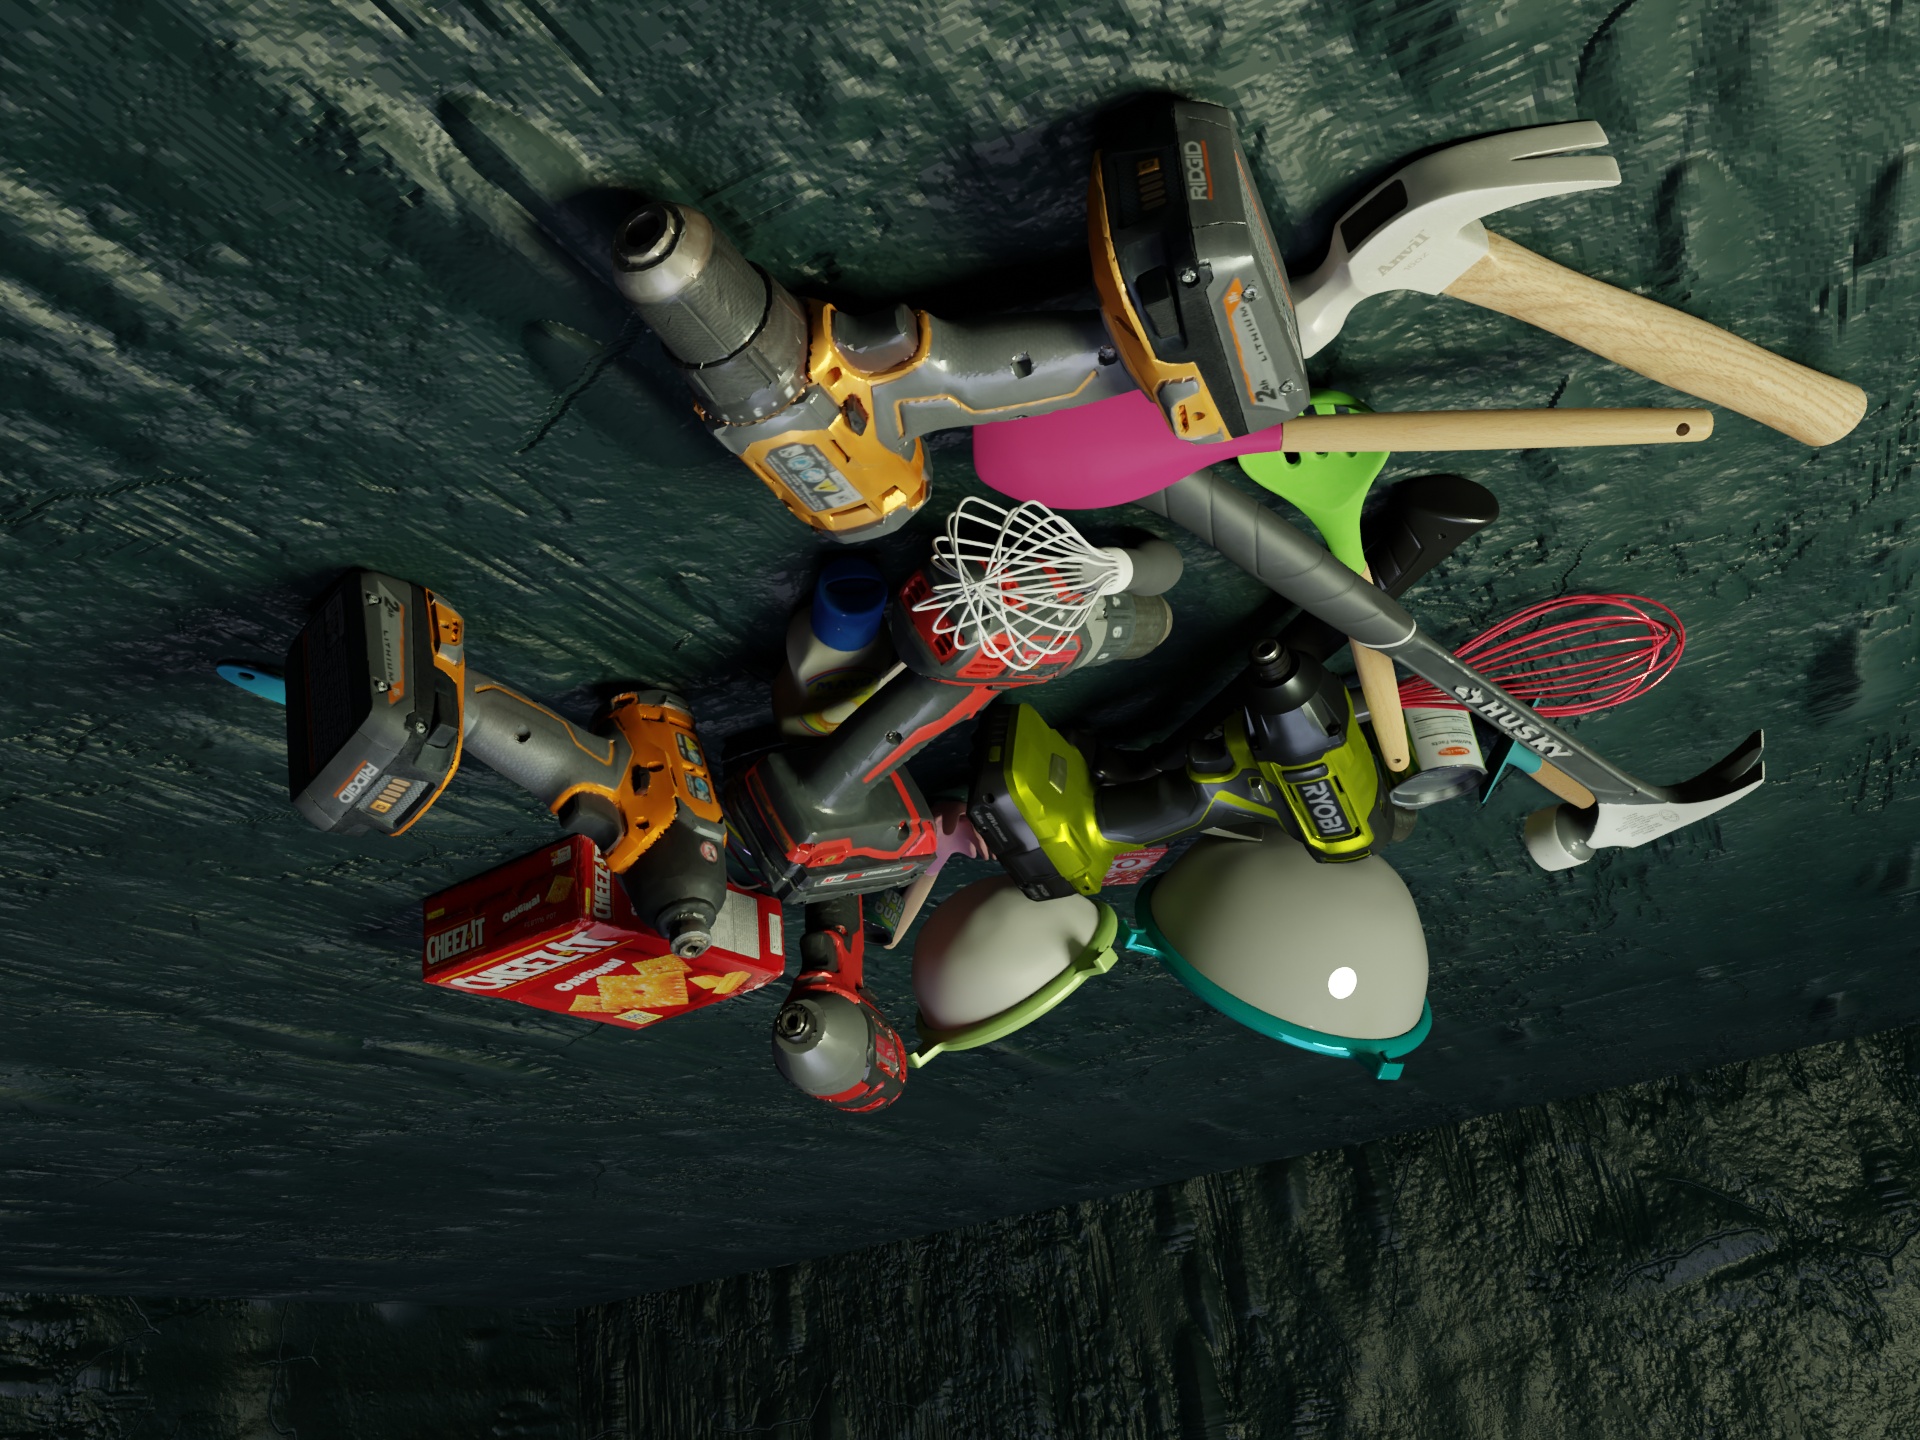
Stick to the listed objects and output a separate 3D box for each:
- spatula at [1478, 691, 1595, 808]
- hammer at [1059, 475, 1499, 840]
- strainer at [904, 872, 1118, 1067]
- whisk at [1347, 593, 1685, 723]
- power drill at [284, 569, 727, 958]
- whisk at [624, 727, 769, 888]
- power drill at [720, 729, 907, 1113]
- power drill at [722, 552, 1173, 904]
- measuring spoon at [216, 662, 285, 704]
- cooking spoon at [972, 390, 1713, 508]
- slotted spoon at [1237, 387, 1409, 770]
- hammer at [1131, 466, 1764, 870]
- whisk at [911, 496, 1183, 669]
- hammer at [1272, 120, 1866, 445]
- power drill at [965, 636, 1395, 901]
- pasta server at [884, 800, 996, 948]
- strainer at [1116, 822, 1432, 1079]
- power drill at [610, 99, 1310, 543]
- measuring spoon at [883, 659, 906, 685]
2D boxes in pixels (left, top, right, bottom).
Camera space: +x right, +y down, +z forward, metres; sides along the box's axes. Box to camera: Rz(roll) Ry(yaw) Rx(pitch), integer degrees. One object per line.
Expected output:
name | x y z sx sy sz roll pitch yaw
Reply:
spatula | 0.437 0.043 1.169 0.044 0.082 0.317 29 -174 39
hammer | 0.191 -0.029 0.924 0.146 0.035 0.334 23 142 -14
strainer | 0.025 0.125 1.080 0.151 0.069 0.256 -29 -166 13
whisk | 0.289 -0.019 0.982 0.296 0.073 0.073 -14 155 25
power drill | -0.211 0.031 0.793 0.084 0.164 0.226 -42 137 22
whisk | -0.156 0.056 1.019 0.051 0.047 0.244 -12 151 11
power drill | -0.085 0.119 0.962 0.078 0.220 0.143 -14 155 10
power drill | -0.001 -0.003 0.847 0.187 0.080 0.226 -4 145 -49
measuring spoon | -0.332 -0.013 0.854 0.128 0.021 0.042 24 140 -35
cooking spoon | 0.164 -0.125 0.691 0.319 0.017 0.068 -1 117 1
slotted spoon | 0.204 -0.063 0.823 0.070 0.031 0.313 -8 143 20
hammer | 0.229 -0.037 0.795 0.408 0.036 0.149 30 146 -23
whisk | 0.055 -0.067 0.712 0.070 0.070 0.284 -20 179 24
hammer | 0.294 -0.171 0.693 0.331 0.031 0.130 8 151 -32
power drill | 0.123 0.029 0.931 0.223 0.080 0.171 -12 136 24
pasta server | -0.029 0.128 1.215 0.060 0.040 0.316 9 153 -9
strainer | 0.256 0.109 1.117 0.340 0.211 0.095 -32 144 -61
power drill | 0.000 -0.151 0.593 0.226 0.084 0.185 -13 154 20
measuring spoon | -0.023 -0.043 0.889 0.034 0.018 0.124 -3 162 -26
